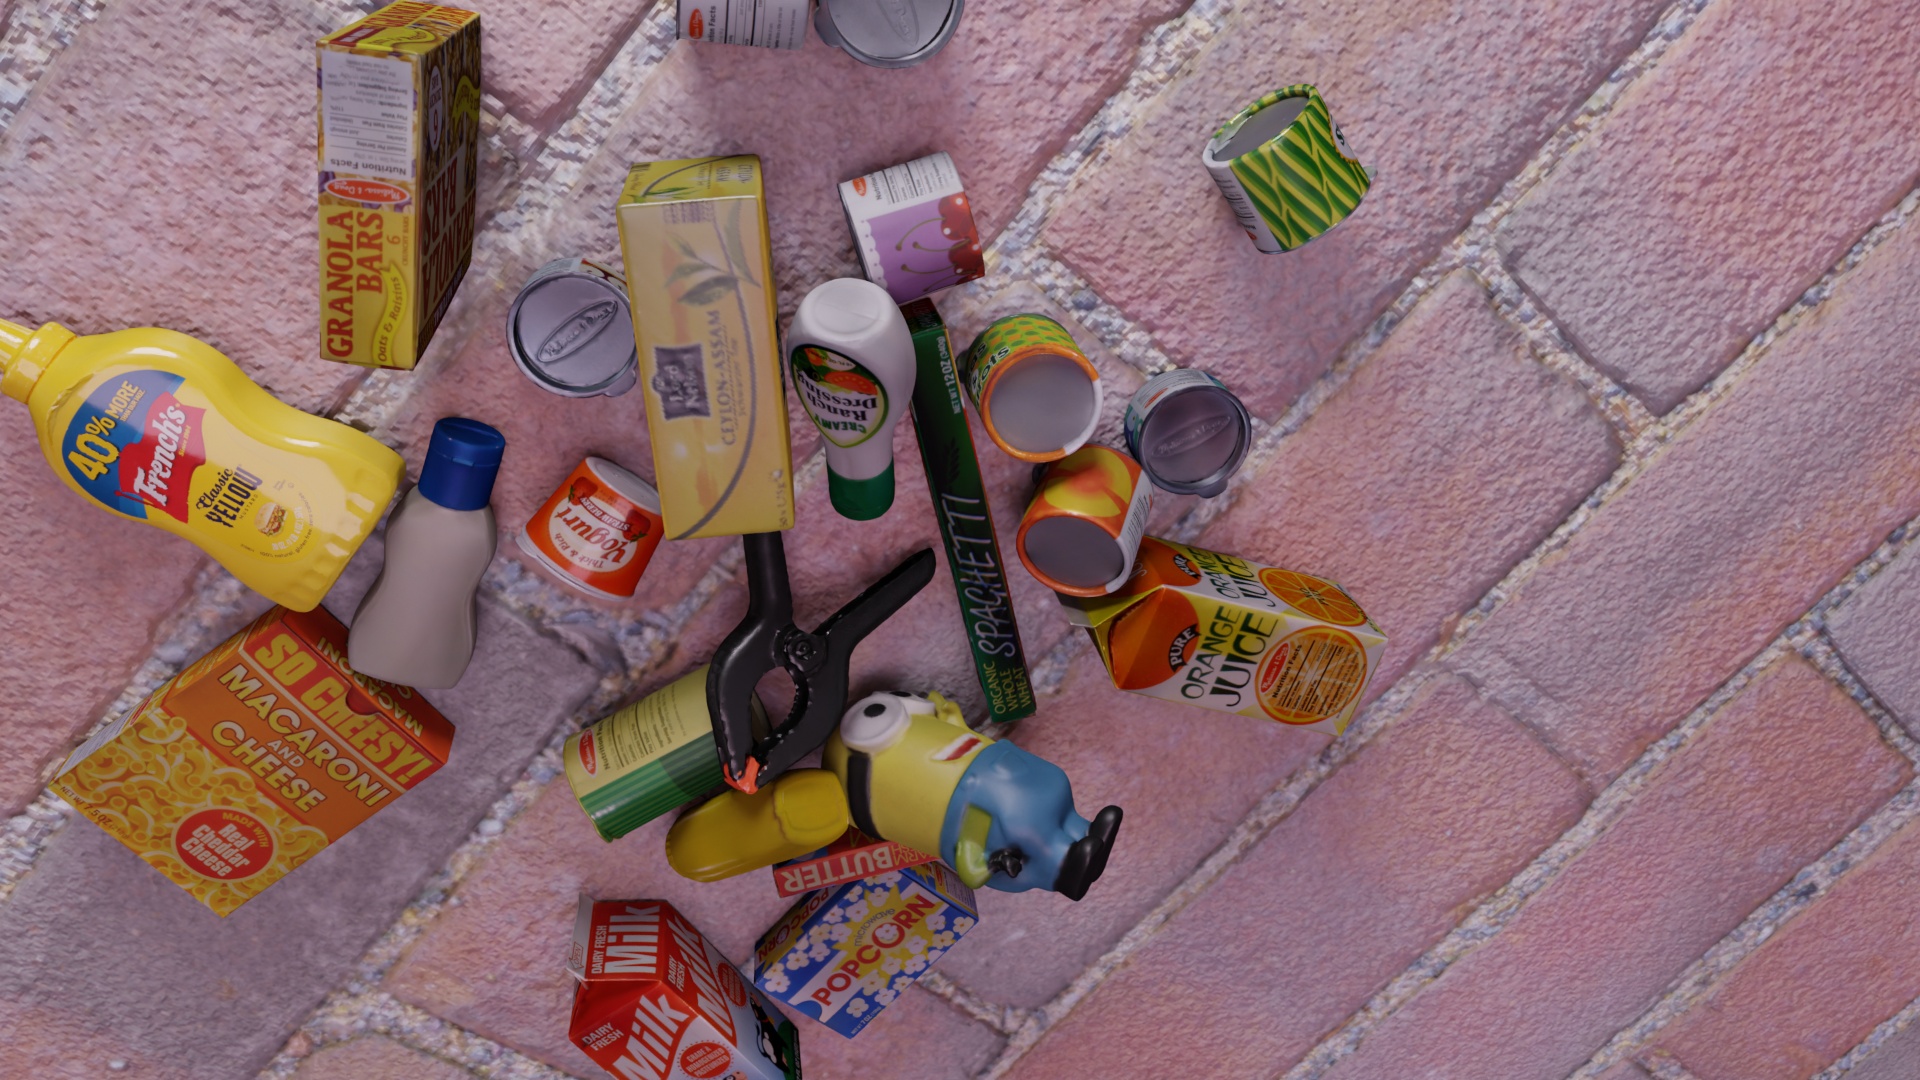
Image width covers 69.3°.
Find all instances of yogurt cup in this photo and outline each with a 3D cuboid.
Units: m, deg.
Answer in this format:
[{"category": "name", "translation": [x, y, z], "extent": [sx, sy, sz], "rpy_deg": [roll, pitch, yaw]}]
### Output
[{"category": "yogurt cup", "translation": [-0.190, -0.008, 0.737], "extent": [0.072, 0.072, 0.054], "rpy_deg": [33, 98, -22]}]

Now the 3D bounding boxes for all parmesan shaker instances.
[{"category": "parmesan shaker", "translation": [-0.165, 0.121, 0.799], "extent": [0.103, 0.071, 0.071], "rpy_deg": [-27, 117, 3]}]

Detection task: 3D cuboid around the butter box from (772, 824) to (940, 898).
[{"category": "butter box", "translation": [-0.065, 0.184, 0.857], "extent": [0.103, 0.053, 0.024], "rpy_deg": [-13, 119, -4]}]

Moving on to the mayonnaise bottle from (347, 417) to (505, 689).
[{"category": "mayonnaise bottle", "translation": [-0.279, 0.007, 0.741], "extent": [0.065, 0.041, 0.147], "rpy_deg": [16, 111, -20]}]

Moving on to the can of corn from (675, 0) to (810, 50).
[{"category": "can of corn", "translation": [-0.099, -0.261, 0.630], "extent": [0.058, 0.071, 0.070], "rpy_deg": [2, 115, -12]}]

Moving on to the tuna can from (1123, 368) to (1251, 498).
[{"category": "tuna can", "translation": [0.129, -0.060, 0.785], "extent": [0.071, 0.033, 0.070], "rpy_deg": [-4, 116, -8]}]

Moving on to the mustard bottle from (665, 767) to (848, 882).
[{"category": "mustard bottle", "translation": [-0.134, 0.172, 0.818], "extent": [0.065, 0.049, 0.159], "rpy_deg": [0, 161, -45]}]

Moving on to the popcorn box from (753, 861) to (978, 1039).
[{"category": "popcorn box", "translation": [-0.062, 0.255, 0.901], "extent": [0.085, 0.038, 0.126], "rpy_deg": [39, 103, -25]}]

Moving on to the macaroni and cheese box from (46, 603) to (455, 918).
[{"category": "macaroni and cheese box", "translation": [-0.391, 0.122, 0.776], "extent": [0.166, 0.040, 0.123], "rpy_deg": [-34, 117, 7]}]

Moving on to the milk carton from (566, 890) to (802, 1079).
[{"category": "milk carton", "translation": [-0.184, 0.302, 0.883], "extent": [0.073, 0.072, 0.190], "rpy_deg": [-33, 116, 7]}]

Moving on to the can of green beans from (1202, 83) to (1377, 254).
[{"category": "can of green beans", "translation": [0.166, -0.190, 0.710], "extent": [0.071, 0.071, 0.057], "rpy_deg": [-36, 116, 8]}]

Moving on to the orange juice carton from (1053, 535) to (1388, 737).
[{"category": "orange juice carton", "translation": [0.144, 0.052, 0.820], "extent": [0.193, 0.072, 0.072], "rpy_deg": [13, 113, -16]}]

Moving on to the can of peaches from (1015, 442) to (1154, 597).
[{"category": "can of peaches", "translation": [0.067, -0.011, 0.770], "extent": [0.071, 0.058, 0.070], "rpy_deg": [12, 137, 12]}]

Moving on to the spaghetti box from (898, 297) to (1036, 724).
[{"category": "spaghetti box", "translation": [0.003, -0.010, 0.777], "extent": [0.029, 0.050, 0.249], "rpy_deg": [-16, 117, -3]}]

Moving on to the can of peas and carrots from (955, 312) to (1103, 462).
[{"category": "can of peas and carrots", "translation": [0.036, -0.082, 0.743], "extent": [0.071, 0.059, 0.070], "rpy_deg": [-4, 116, -8]}]

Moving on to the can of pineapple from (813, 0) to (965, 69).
[{"category": "can of pineapple", "translation": [-0.036, -0.257, 0.646], "extent": [0.071, 0.058, 0.070], "rpy_deg": [-4, 116, -8]}]

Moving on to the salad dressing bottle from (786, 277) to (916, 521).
[{"category": "salad dressing bottle", "translation": [-0.054, -0.067, 0.712], "extent": [0.064, 0.044, 0.147], "rpy_deg": [18, 147, 13]}]

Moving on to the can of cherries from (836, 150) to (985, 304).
[{"category": "can of cherries", "translation": [-0.024, -0.153, 0.695], "extent": [0.058, 0.072, 0.071], "rpy_deg": [-19, 117, -2]}]

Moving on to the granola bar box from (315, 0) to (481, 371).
[{"category": "granola bar box", "translation": [-0.237, -0.159, 0.597], "extent": [0.039, 0.166, 0.123], "rpy_deg": [5, 115, -13]}]

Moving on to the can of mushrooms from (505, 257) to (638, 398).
[{"category": "can of mushrooms", "translation": [-0.193, -0.106, 0.705], "extent": [0.071, 0.033, 0.070], "rpy_deg": [-4, 116, -9]}]
